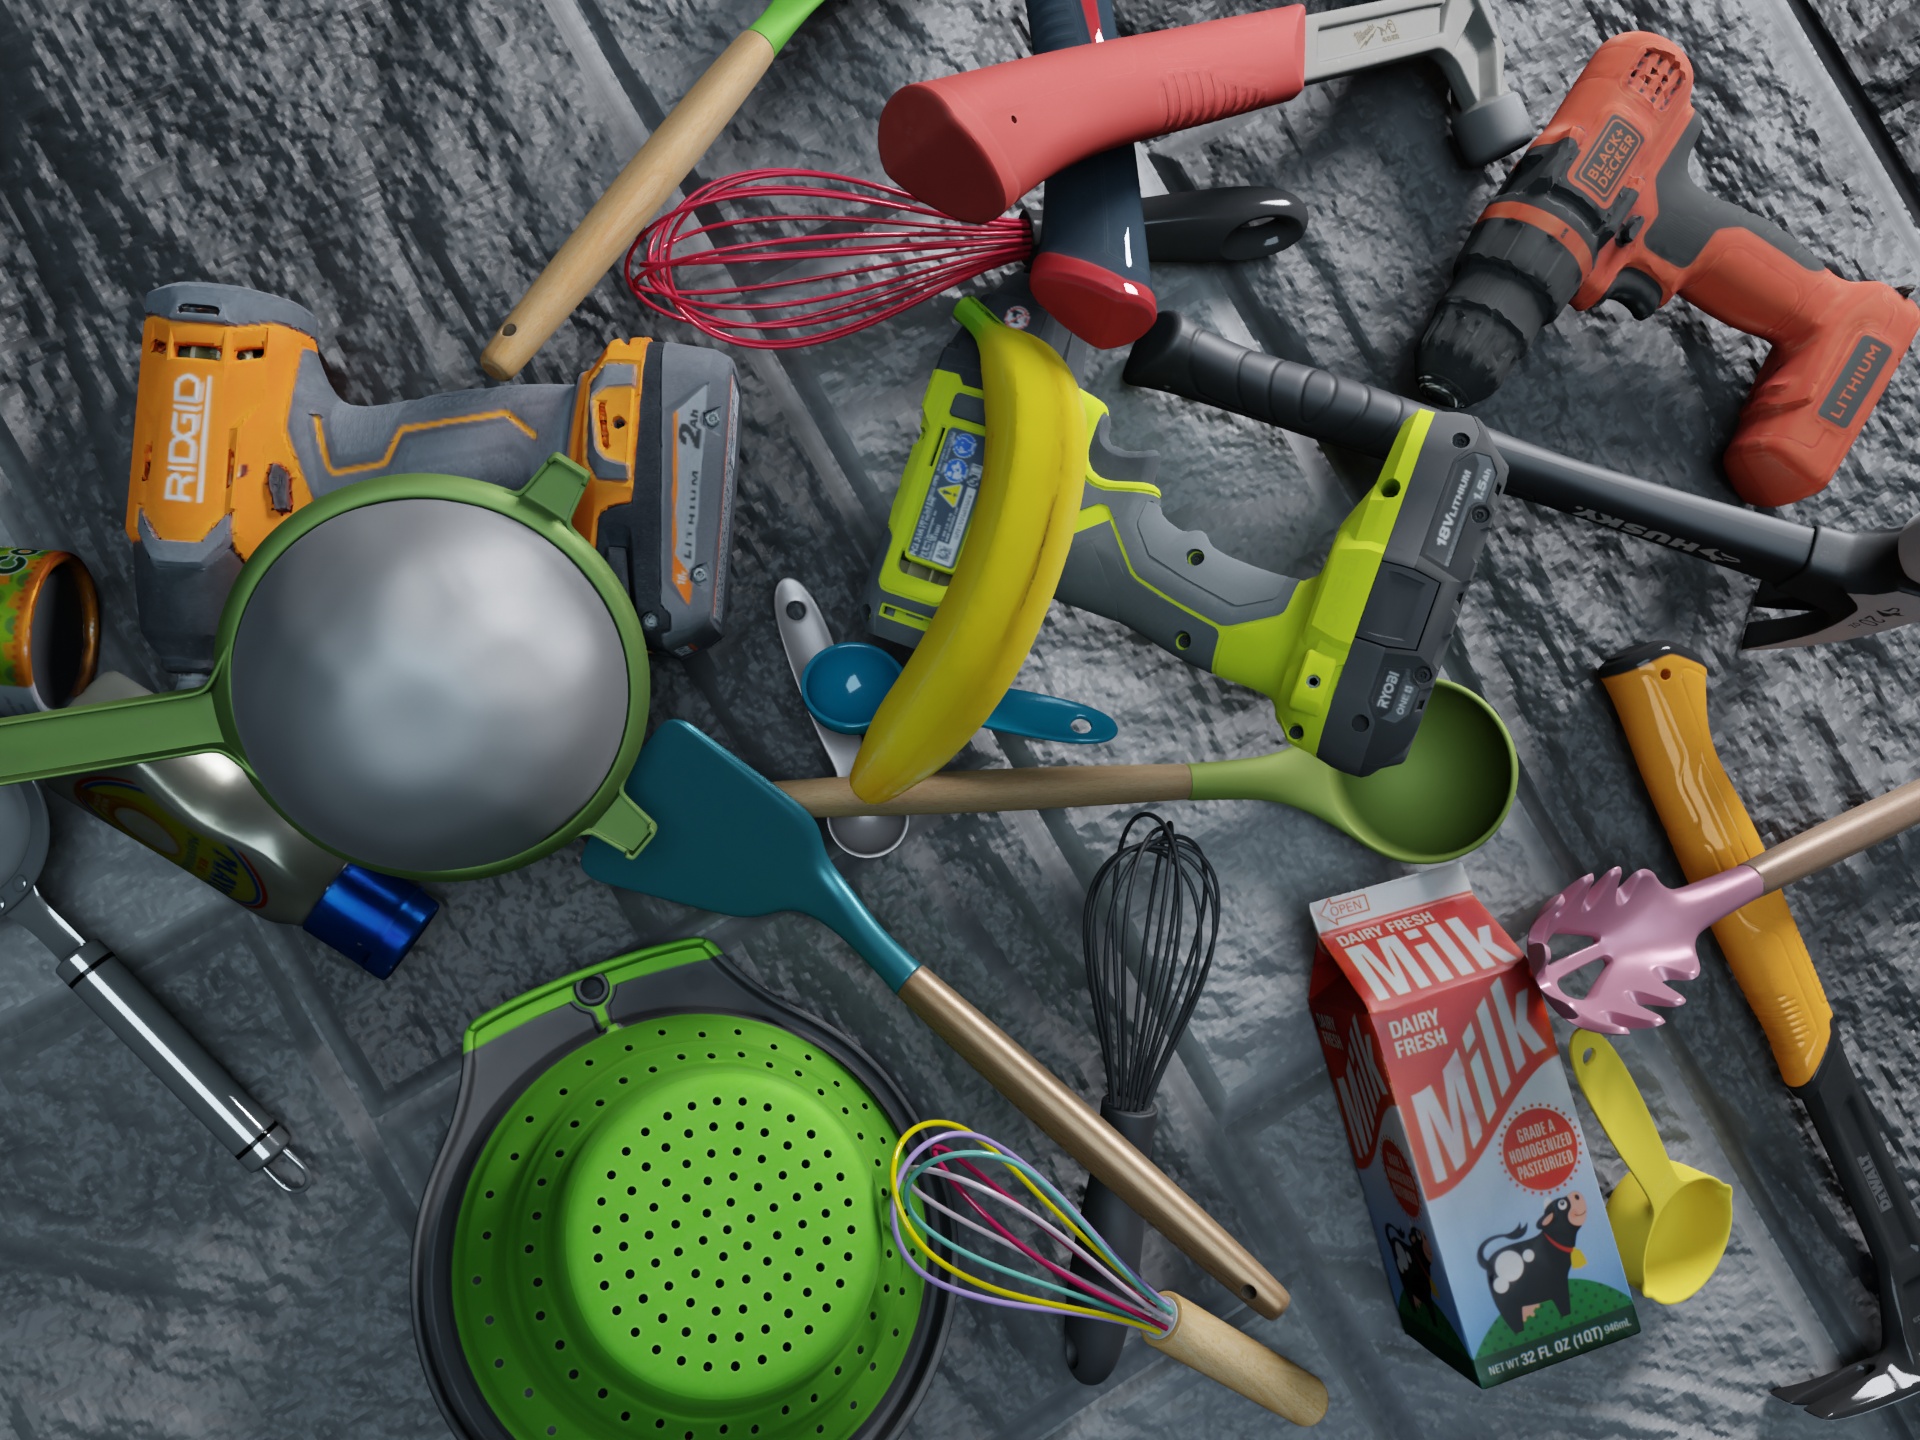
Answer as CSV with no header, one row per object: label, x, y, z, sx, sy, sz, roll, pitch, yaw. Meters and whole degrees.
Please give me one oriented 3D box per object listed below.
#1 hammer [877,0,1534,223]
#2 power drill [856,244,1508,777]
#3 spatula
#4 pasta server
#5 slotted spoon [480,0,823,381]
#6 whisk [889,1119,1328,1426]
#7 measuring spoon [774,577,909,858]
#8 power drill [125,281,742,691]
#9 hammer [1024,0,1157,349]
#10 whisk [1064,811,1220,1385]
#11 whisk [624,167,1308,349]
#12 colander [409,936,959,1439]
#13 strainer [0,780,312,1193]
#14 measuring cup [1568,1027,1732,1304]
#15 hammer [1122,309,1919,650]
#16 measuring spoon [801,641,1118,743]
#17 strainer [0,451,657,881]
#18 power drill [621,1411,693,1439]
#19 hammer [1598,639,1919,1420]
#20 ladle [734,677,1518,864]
hammer,0.102,-0.257,0.602,0.359,0.037,0.149,-30,97,-39
power drill,0.087,-0.082,0.620,0.223,0.080,0.171,20,92,15
spatula,-0.005,0.121,0.608,0.317,0.044,0.082,39,112,11
pasta server,0.351,0.056,0.659,0.316,0.040,0.060,-18,78,-23
slotted spoon,-0.092,-0.249,0.627,0.070,0.031,0.314,23,67,20
whisk,0.064,0.215,0.604,0.244,0.047,0.051,38,103,-28
measuring spoon,-0.054,-0.001,0.664,0.034,0.018,0.124,-17,81,-14
power drill,-0.205,-0.077,0.618,0.226,0.084,0.164,4,87,-3
hammer,0.054,-0.328,0.646,0.143,0.038,0.387,-4,72,-8
whisk,0.065,0.153,0.632,0.055,0.055,0.239,6,99,-7
whisk,0.009,-0.200,0.666,0.295,0.073,0.073,-8,86,-13
colander,-0.056,0.258,0.548,0.204,0.094,0.397,-19,74,-23
strainer,-0.340,0.087,0.606,0.087,0.050,0.258,-40,97,5
measuring cup,0.271,0.176,0.651,0.062,0.029,0.156,-41,115,-16
hammer,0.229,-0.104,0.665,0.335,0.146,0.035,19,82,6
measuring spoon,-0.001,-0.002,0.644,0.128,0.021,0.042,10,56,2
strainer,-0.235,0.003,0.537,0.256,0.069,0.151,-9,107,-8
power drill,-0.107,0.396,0.592,0.226,0.080,0.188,43,81,1
hammer,0.353,0.126,0.691,0.127,0.034,0.337,-22,88,-9
ladle,0.070,0.025,0.645,0.320,0.062,0.078,-2,85,-9
